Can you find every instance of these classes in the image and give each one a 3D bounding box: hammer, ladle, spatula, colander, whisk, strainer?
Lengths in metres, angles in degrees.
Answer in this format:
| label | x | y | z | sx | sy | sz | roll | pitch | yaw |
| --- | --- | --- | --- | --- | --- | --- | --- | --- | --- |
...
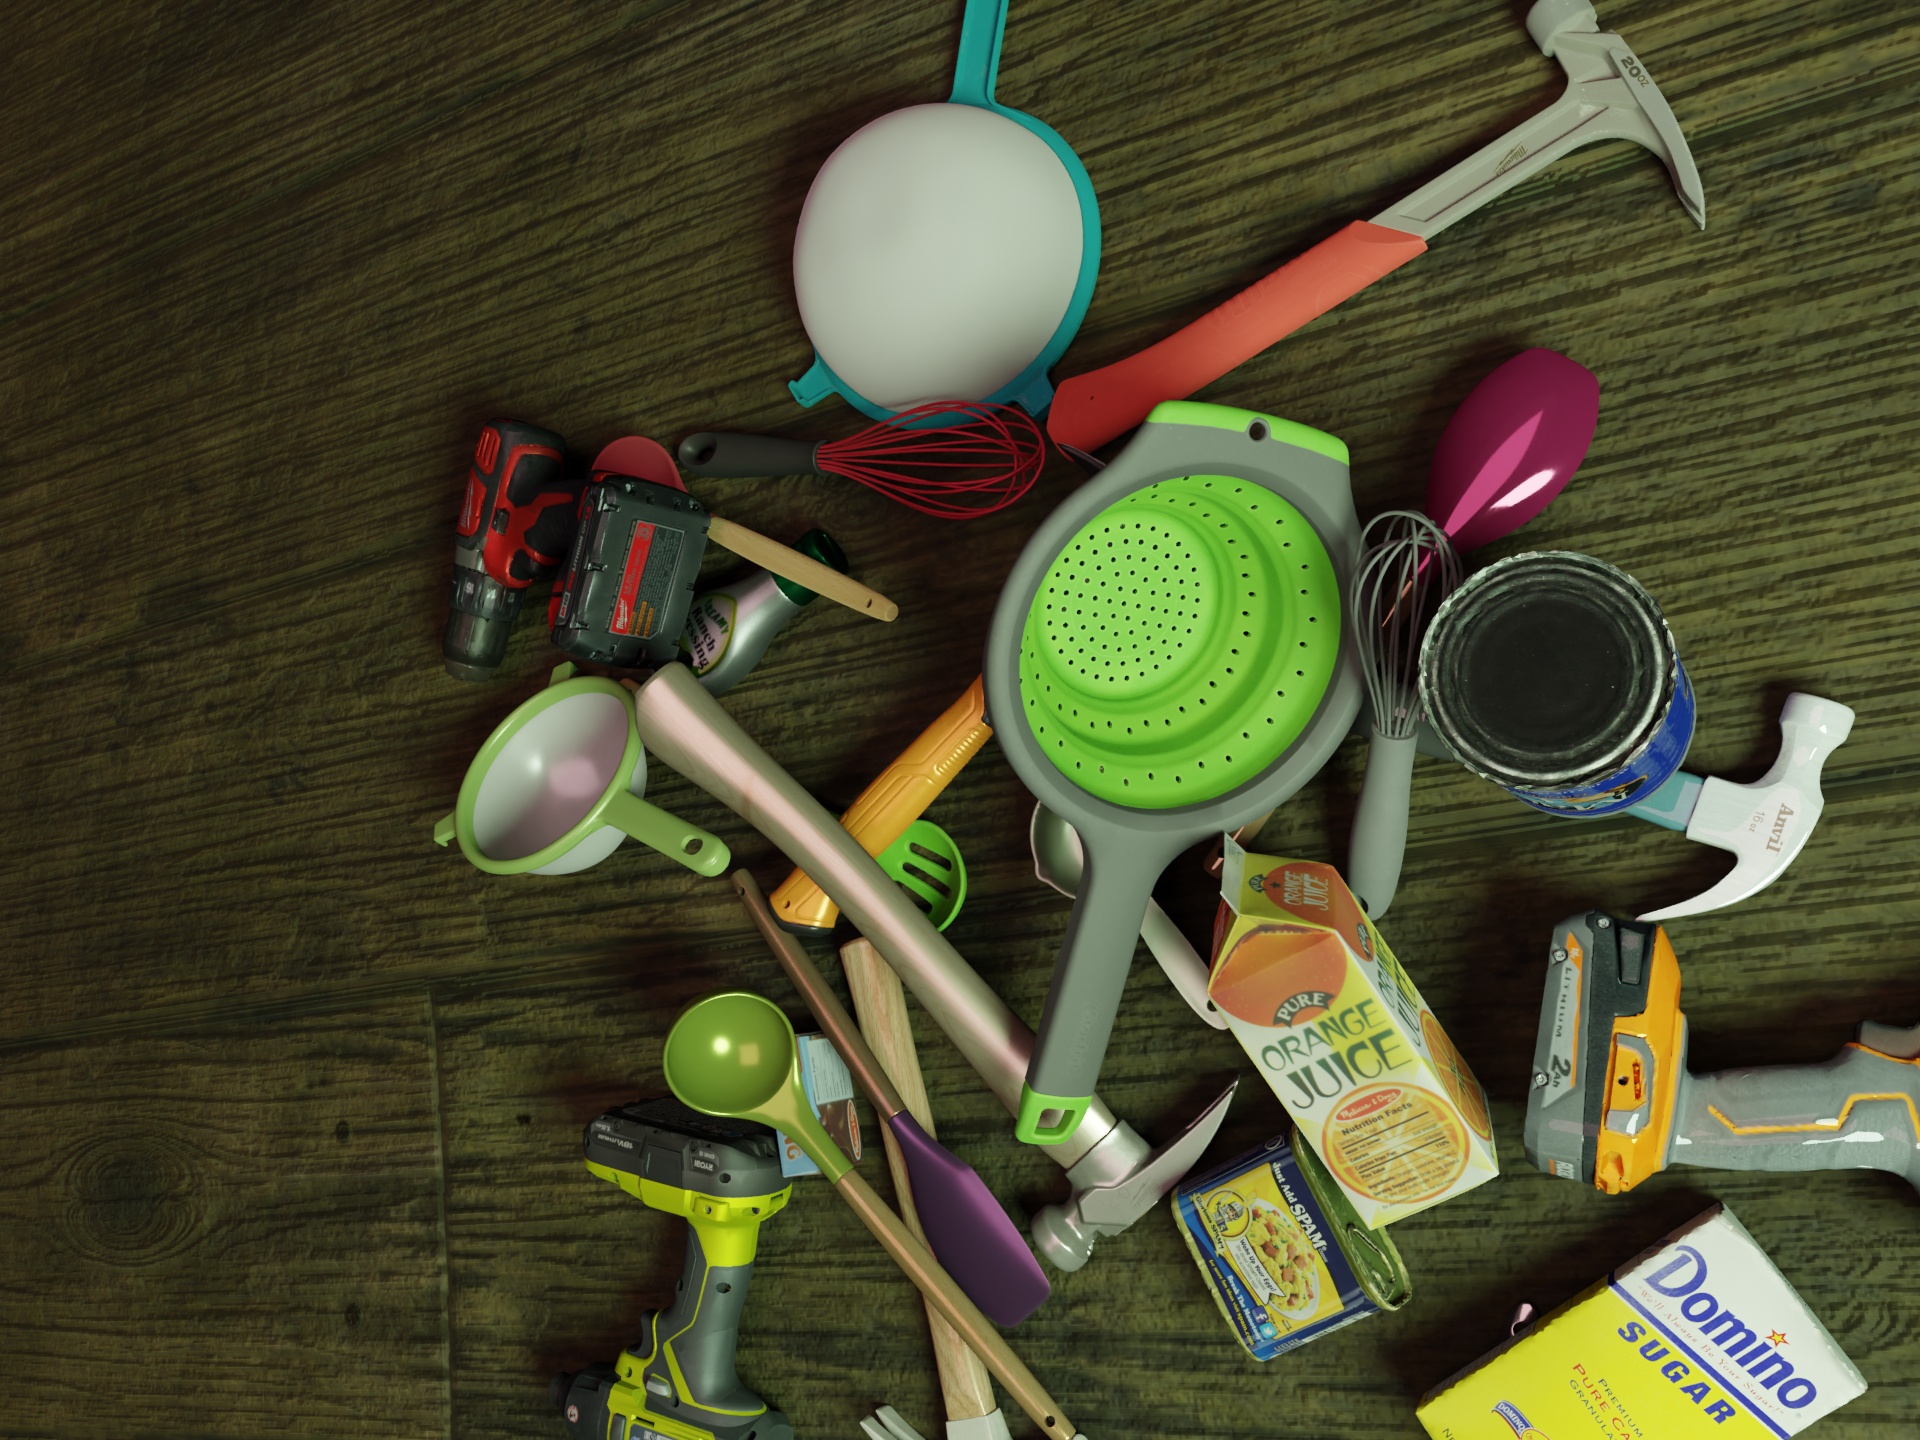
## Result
| label | x | y | z | sx | sy | sz | roll | pitch | yaw |
| --- | --- | --- | --- | --- | --- | --- | --- | --- | --- |
| hammer | -0.001 | -0.003 | 0.930 | 0.337 | 0.034 | 0.127 | -47 | 63 | 14 |
| hammer | -0.029 | 0.113 | 0.904 | 0.411 | 0.038 | 0.146 | 46 | 105 | 8 |
| ladle | -0.143 | -0.118 | 1.016 | 0.316 | 0.031 | 0.069 | 28 | 103 | 42 |
| spatula | -0.053 | 0.214 | 0.938 | 0.059 | 0.018 | 0.316 | -48 | 65 | 26 |
| colander | 0.080 | 0.029 | 0.825 | 0.095 | 0.204 | 0.397 | -129 | 51 | -64 |
| whisk | 0.210 | 0.005 | 0.783 | 0.055 | 0.055 | 0.238 | 18 | 128 | 28 |
| whisk | -0.070 | -0.166 | 1.005 | 0.296 | 0.073 | 0.073 | 8 | 88 | 35 |
| hammer | 0.261 | 0.006 | 0.822 | 0.331 | 0.033 | 0.128 | 20 | 93 | 28 |
| strainer | -0.017 | -0.354 | 0.973 | 0.211 | 0.095 | 0.340 | 10 | 90 | 28 |
| strainer | -0.221 | 0.062 | 1.030 | 0.256 | 0.069 | 0.151 | 20 | 69 | 40 |
| ladle | -0.051 | 0.278 | 0.895 | 0.078 | 0.062 | 0.320 | -44 | 74 | -1 |
| hammer | 0.208 | -0.239 | 0.876 | 0.359 | 0.036 | 0.149 | -29 | 72 | 22 |
| hammer | -0.022 | 0.291 | 0.940 | 0.130 | 0.031 | 0.331 | -21 | 75 | 24 |

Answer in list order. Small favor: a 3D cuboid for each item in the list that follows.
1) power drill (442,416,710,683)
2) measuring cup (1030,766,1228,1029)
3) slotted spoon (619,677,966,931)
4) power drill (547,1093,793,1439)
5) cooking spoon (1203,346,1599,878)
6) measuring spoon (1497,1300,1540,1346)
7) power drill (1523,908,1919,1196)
| label | x | y | z | sx | sy | sz | roll | pitch | yaw |
| --- | --- | --- | --- | --- | --- | --- | --- | --- | --- |
| power drill | -0.274 | -0.096 | 1.065 | 0.227 | 0.080 | 0.188 | 23 | 100 | 45 |
| measuring cup | 0.105 | 0.100 | 0.892 | 0.083 | 0.038 | 0.168 | -41 | 70 | 18 |
| slotted spoon | -0.114 | 0.044 | 1.020 | 0.314 | 0.031 | 0.070 | 30 | 98 | 29 |
| power drill | -0.182 | 0.357 | 0.994 | 0.171 | 0.080 | 0.223 | 5 | 90 | 28 |
| cooking spoon | 0.220 | -0.050 | 0.822 | 0.069 | 0.017 | 0.319 | 37 | 100 | 23 |
| measuring spoon | 0.268 | 0.350 | 0.787 | 0.034 | 0.018 | 0.124 | 11 | 89 | 29 |
| power drill | 0.381 | 0.150 | 0.710 | 0.226 | 0.084 | 0.164 | 7 | 67 | 25 |
